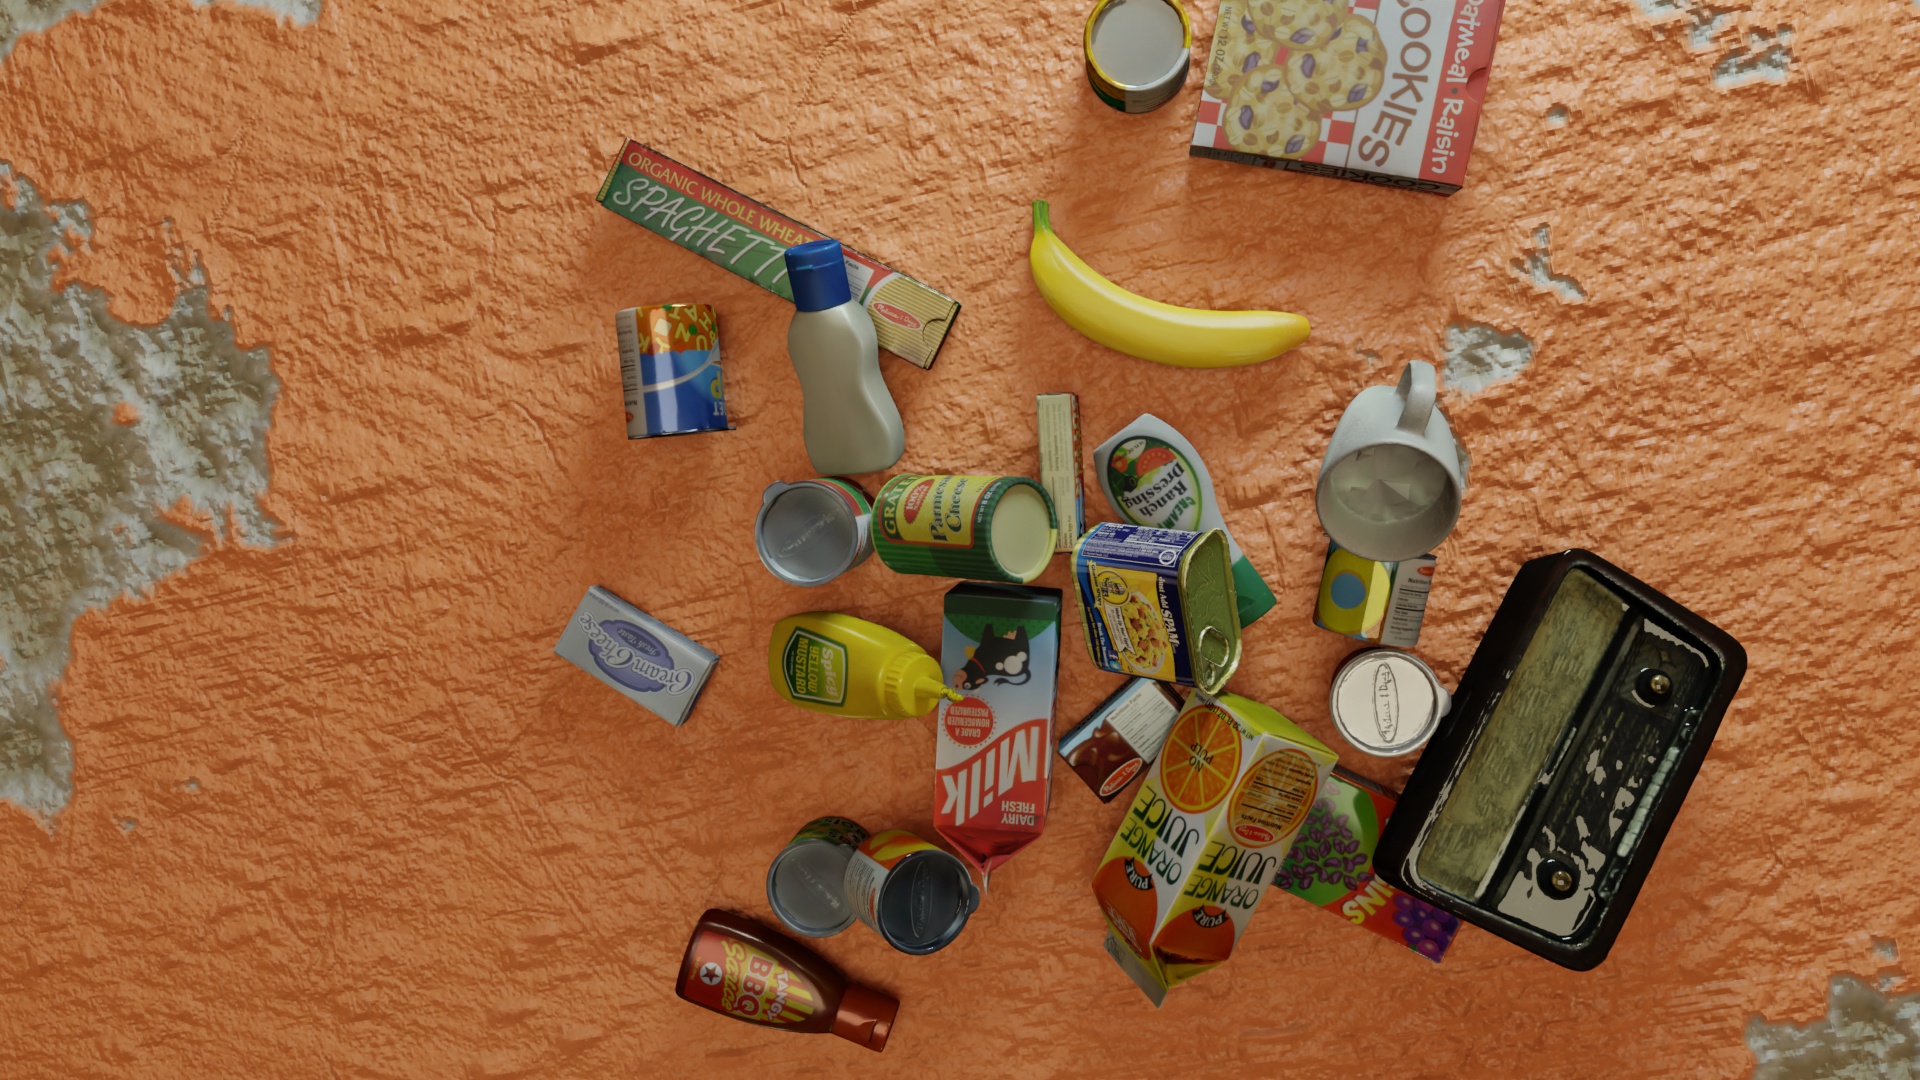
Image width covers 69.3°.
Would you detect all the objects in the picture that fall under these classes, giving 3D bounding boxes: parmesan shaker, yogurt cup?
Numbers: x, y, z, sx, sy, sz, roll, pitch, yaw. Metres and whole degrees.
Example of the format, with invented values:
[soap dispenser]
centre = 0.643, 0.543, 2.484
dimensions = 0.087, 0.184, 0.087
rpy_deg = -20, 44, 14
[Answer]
[parmesan shaker]
centre = 0.003, -0.011, 0.876
dimensions = 0.103, 0.071, 0.071
rpy_deg = 3, 97, 44
[yogurt cup]
centre = 0.265, 0.098, 0.878
dimensions = 0.072, 0.054, 0.072
rpy_deg = 1, 95, 8

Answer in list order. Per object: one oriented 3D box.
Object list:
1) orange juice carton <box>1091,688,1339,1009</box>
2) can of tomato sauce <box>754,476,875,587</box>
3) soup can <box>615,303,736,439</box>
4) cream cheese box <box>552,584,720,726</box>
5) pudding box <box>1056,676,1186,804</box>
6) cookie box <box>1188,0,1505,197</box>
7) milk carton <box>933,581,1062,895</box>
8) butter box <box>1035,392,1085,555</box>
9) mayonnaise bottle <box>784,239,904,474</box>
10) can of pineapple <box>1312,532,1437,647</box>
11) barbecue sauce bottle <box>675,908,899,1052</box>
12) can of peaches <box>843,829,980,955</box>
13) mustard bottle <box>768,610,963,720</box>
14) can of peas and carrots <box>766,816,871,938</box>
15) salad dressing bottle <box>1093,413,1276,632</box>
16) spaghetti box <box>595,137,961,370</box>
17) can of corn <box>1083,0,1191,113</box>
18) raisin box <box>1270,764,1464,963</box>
[orange juice carton]
centre = 0.150, 0.196, 0.879
dimensions = 0.073, 0.072, 0.192
rpy_deg = 21, 99, -32
[can of tomato sauce]
centre = -0.092, -0.009, 0.903
dimensions = 0.071, 0.083, 0.071
rpy_deg = 1, 95, 8
[soup can]
centre = -0.188, -0.111, 0.917
dimensions = 0.071, 0.071, 0.083
rpy_deg = -5, 94, 8
[cream cheese box]
centre = -0.223, 0.079, 0.957
dimensions = 0.104, 0.024, 0.053
rpy_deg = 30, 98, 4
[pudding box]
centre = 0.109, 0.126, 0.914
dimensions = 0.083, 0.030, 0.049
rpy_deg = -44, 90, 9
[cookie box]
centre = 0.236, -0.288, 0.857
dimensions = 0.167, 0.040, 0.122
rpy_deg = 11, 96, 6
[milk carton]
centre = 0.024, 0.127, 0.904
dimensions = 0.073, 0.072, 0.190
rpy_deg = 4, 95, 7
[butter box]
centre = 0.065, -0.044, 0.894
dimensions = 0.024, 0.053, 0.103
rpy_deg = -3, 94, 10
[mayonnaise bottle]
centre = -0.079, -0.116, 0.891
dimensions = 0.065, 0.041, 0.147
rpy_deg = -3, 113, 19
[can of pineapple]
centre = 0.257, 0.030, 0.869
dimensions = 0.071, 0.071, 0.057
rpy_deg = 12, 97, 7
[barbecue sauce bottle]
centre = -0.117, 0.307, 0.952
dimensions = 0.148, 0.044, 0.064
rpy_deg = 19, 96, 5
[can of peaches]
centre = -0.032, 0.222, 0.883
dimensions = 0.071, 0.058, 0.071
rpy_deg = -1, 93, -27
[mustard bottle]
centre = -0.059, 0.083, 0.883
dimensions = 0.160, 0.049, 0.065
rpy_deg = 7, 97, 45
[can of peas and carrots]
centre = -0.090, 0.223, 0.934
dimensions = 0.071, 0.059, 0.071
rpy_deg = 1, 95, 7
[salad dressing bottle]
centre = 0.145, -0.010, 0.891
dimensions = 0.064, 0.044, 0.147
rpy_deg = -37, 89, 15
[spaghetti box]
centre = -0.120, -0.190, 0.919
dimensions = 0.250, 0.029, 0.050
rpy_deg = 27, 98, 5
[can of corn]
centre = 0.108, -0.307, 0.864
dimensions = 0.071, 0.058, 0.071
rpy_deg = 1, 95, 7
[raisin box]
centre = 0.269, 0.204, 0.894
dimensions = 0.123, 0.040, 0.086
rpy_deg = 25, 97, 4
